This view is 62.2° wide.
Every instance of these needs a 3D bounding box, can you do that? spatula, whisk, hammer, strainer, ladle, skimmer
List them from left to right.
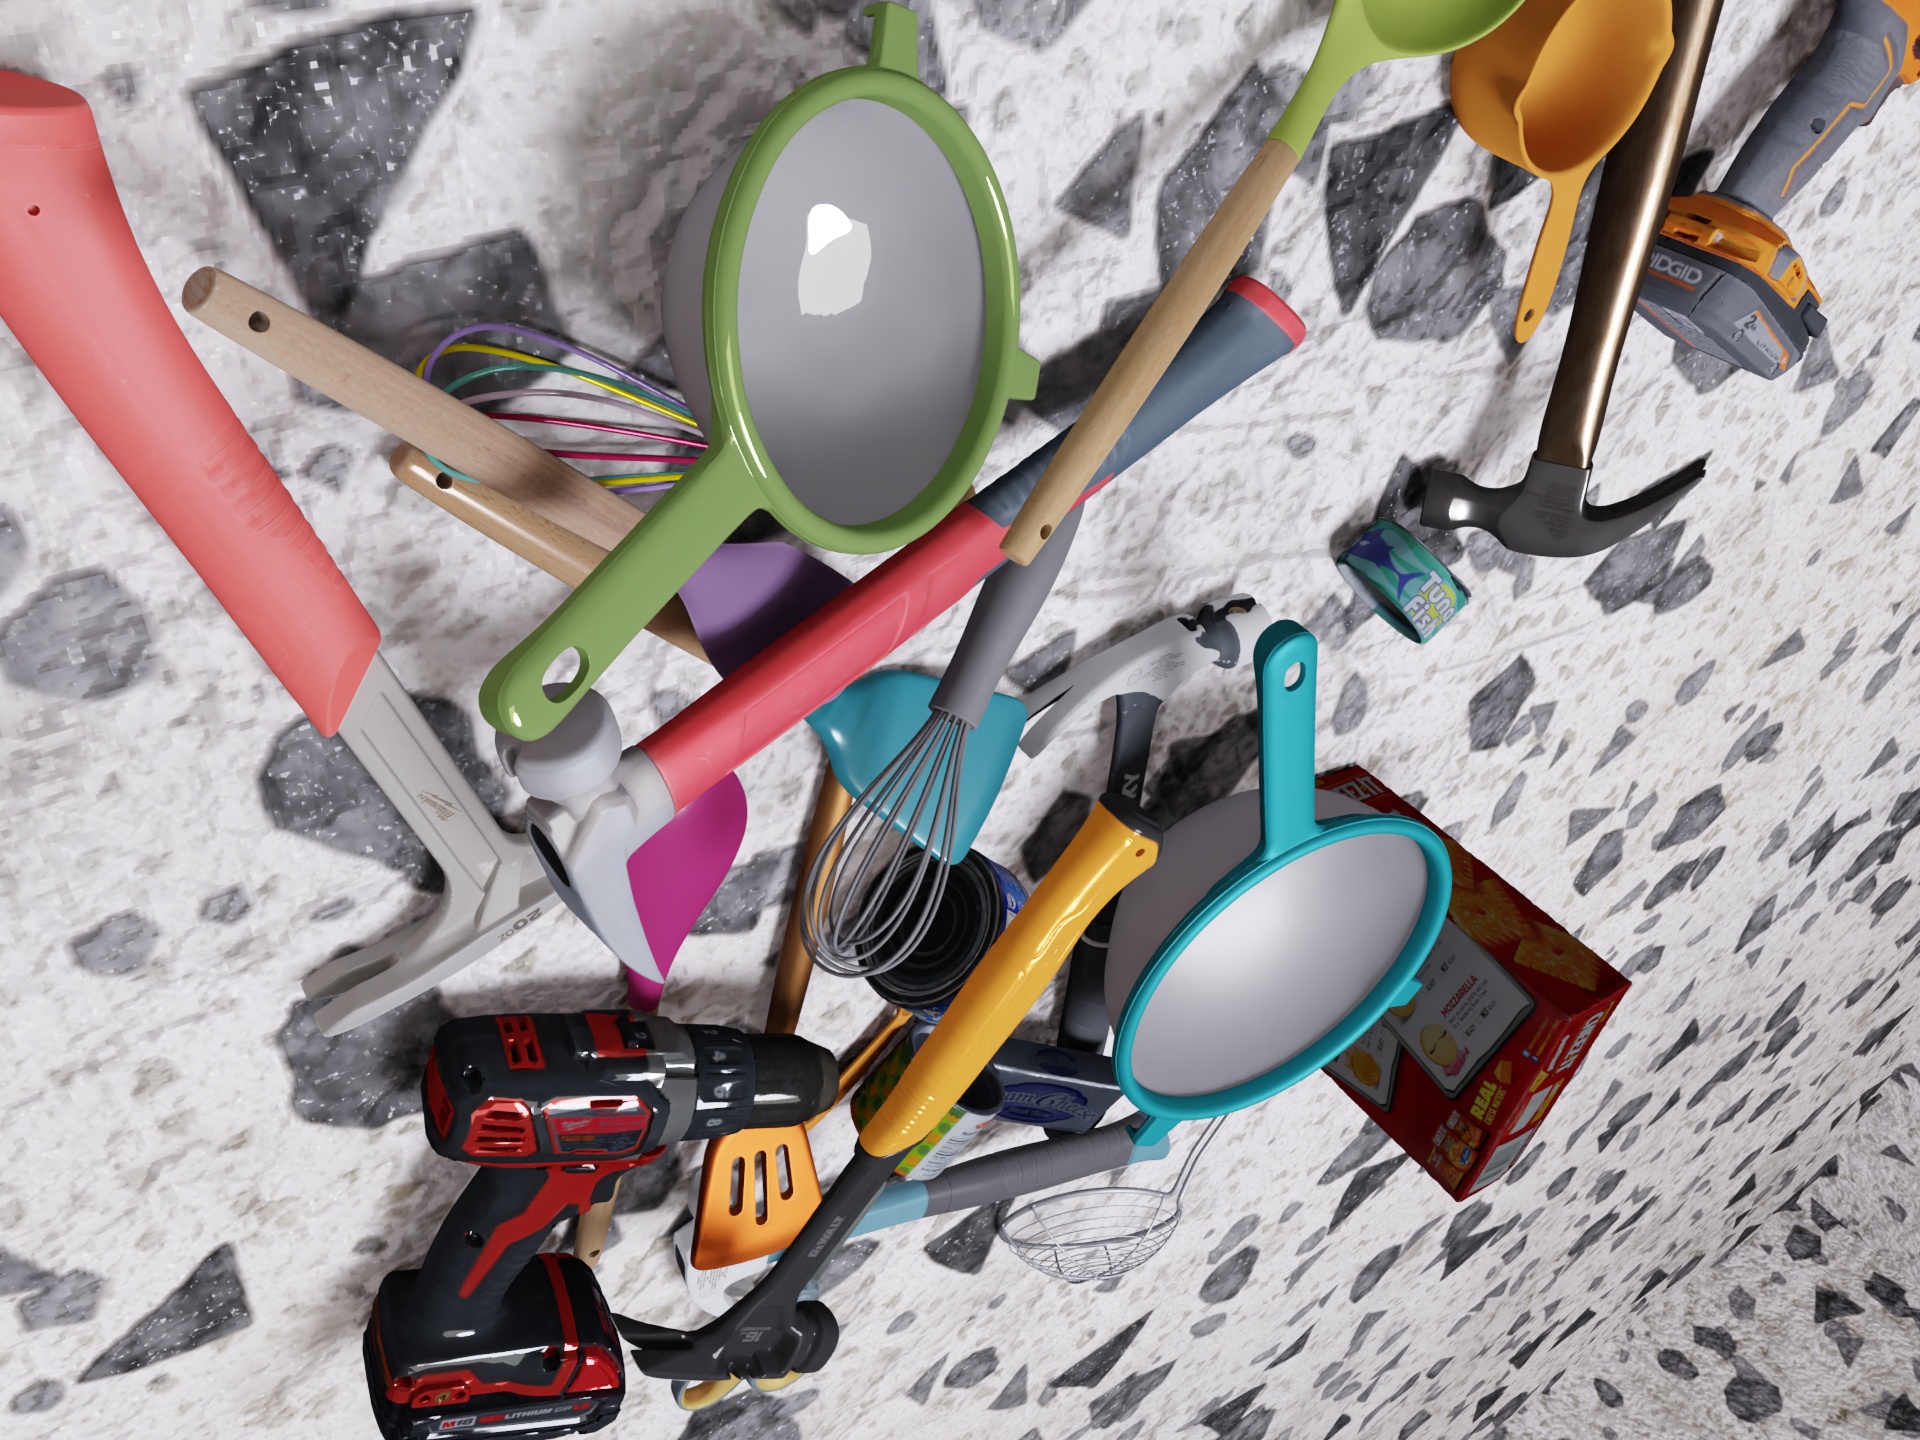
[{"bbox_3d":[-0.220,-0.032,0.506,0.149,0.037,0.358,-33,141,-14],"label":"hammer"},{"bbox_3d":[-0.112,-0.061,0.512,0.060,0.018,0.315,-60,149,-1],"label":"spatula"},{"bbox_3d":[-0.076,-0.095,0.501,0.256,0.069,0.151,-54,139,-27],"label":"strainer"},{"bbox_3d":[-0.082,-0.091,0.569,0.244,0.047,0.051,3,122,-47],"label":"whisk"},{"bbox_3d":[-0.085,-0.028,0.623,0.317,0.044,0.082,32,81,-49],"label":"spatula"},{"bbox_3d":[-0.080,0.143,0.783,0.081,0.041,0.322,-7,127,-33],"label":"spatula"},{"bbox_3d":[-0.022,0.171,0.728,0.127,0.034,0.337,25,105,-48],"label":"hammer"},{"bbox_3d":[-0.012,0.283,0.955,0.331,0.033,0.128,-6,131,-28],"label":"hammer"},{"bbox_3d":[-0.001,-0.002,0.666,0.055,0.055,0.239,40,71,-52],"label":"whisk"},{"bbox_3d":[0.001,-0.055,0.622,0.386,0.038,0.143,-39,148,-24],"label":"hammer"},{"bbox_3d":[0.079,0.114,0.906,0.149,0.036,0.408,-20,137,-25],"label":"hammer"},{"bbox_3d":[0.171,0.246,1.115,0.363,0.090,0.127,-52,139,-5],"label":"skimmer"},{"bbox_3d":[0.143,0.064,0.812,0.211,0.095,0.340,-25,135,-15],"label":"strainer"},{"bbox_3d":[0.115,-0.188,0.588,0.320,0.062,0.078,-56,139,-6],"label":"ladle"},{"bbox_3d":[0.319,-0.231,0.759,0.031,0.130,0.331,-51,150,-53],"label":"hammer"}]

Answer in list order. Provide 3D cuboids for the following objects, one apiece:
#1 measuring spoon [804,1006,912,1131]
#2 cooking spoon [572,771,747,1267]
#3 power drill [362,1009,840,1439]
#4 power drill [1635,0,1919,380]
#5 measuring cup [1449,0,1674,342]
[{"bbox_3d":[-0.058,0.188,0.875,0.117,0.011,0.021,-50,152,14],"label":"measuring spoon"},{"bbox_3d":[-0.153,0.151,0.748,0.068,0.017,0.318,-7,129,-35],"label":"cooking spoon"},{"bbox_3d":[-0.170,0.228,0.739,0.187,0.080,0.226,7,119,-33],"label":"power drill"},{"bbox_3d":[0.443,-0.297,0.814,0.164,0.084,0.226,10,114,-46],"label":"power drill"},{"bbox_3d":[0.253,-0.253,0.708,0.095,0.052,0.173,-26,141,-21],"label":"measuring cup"}]
